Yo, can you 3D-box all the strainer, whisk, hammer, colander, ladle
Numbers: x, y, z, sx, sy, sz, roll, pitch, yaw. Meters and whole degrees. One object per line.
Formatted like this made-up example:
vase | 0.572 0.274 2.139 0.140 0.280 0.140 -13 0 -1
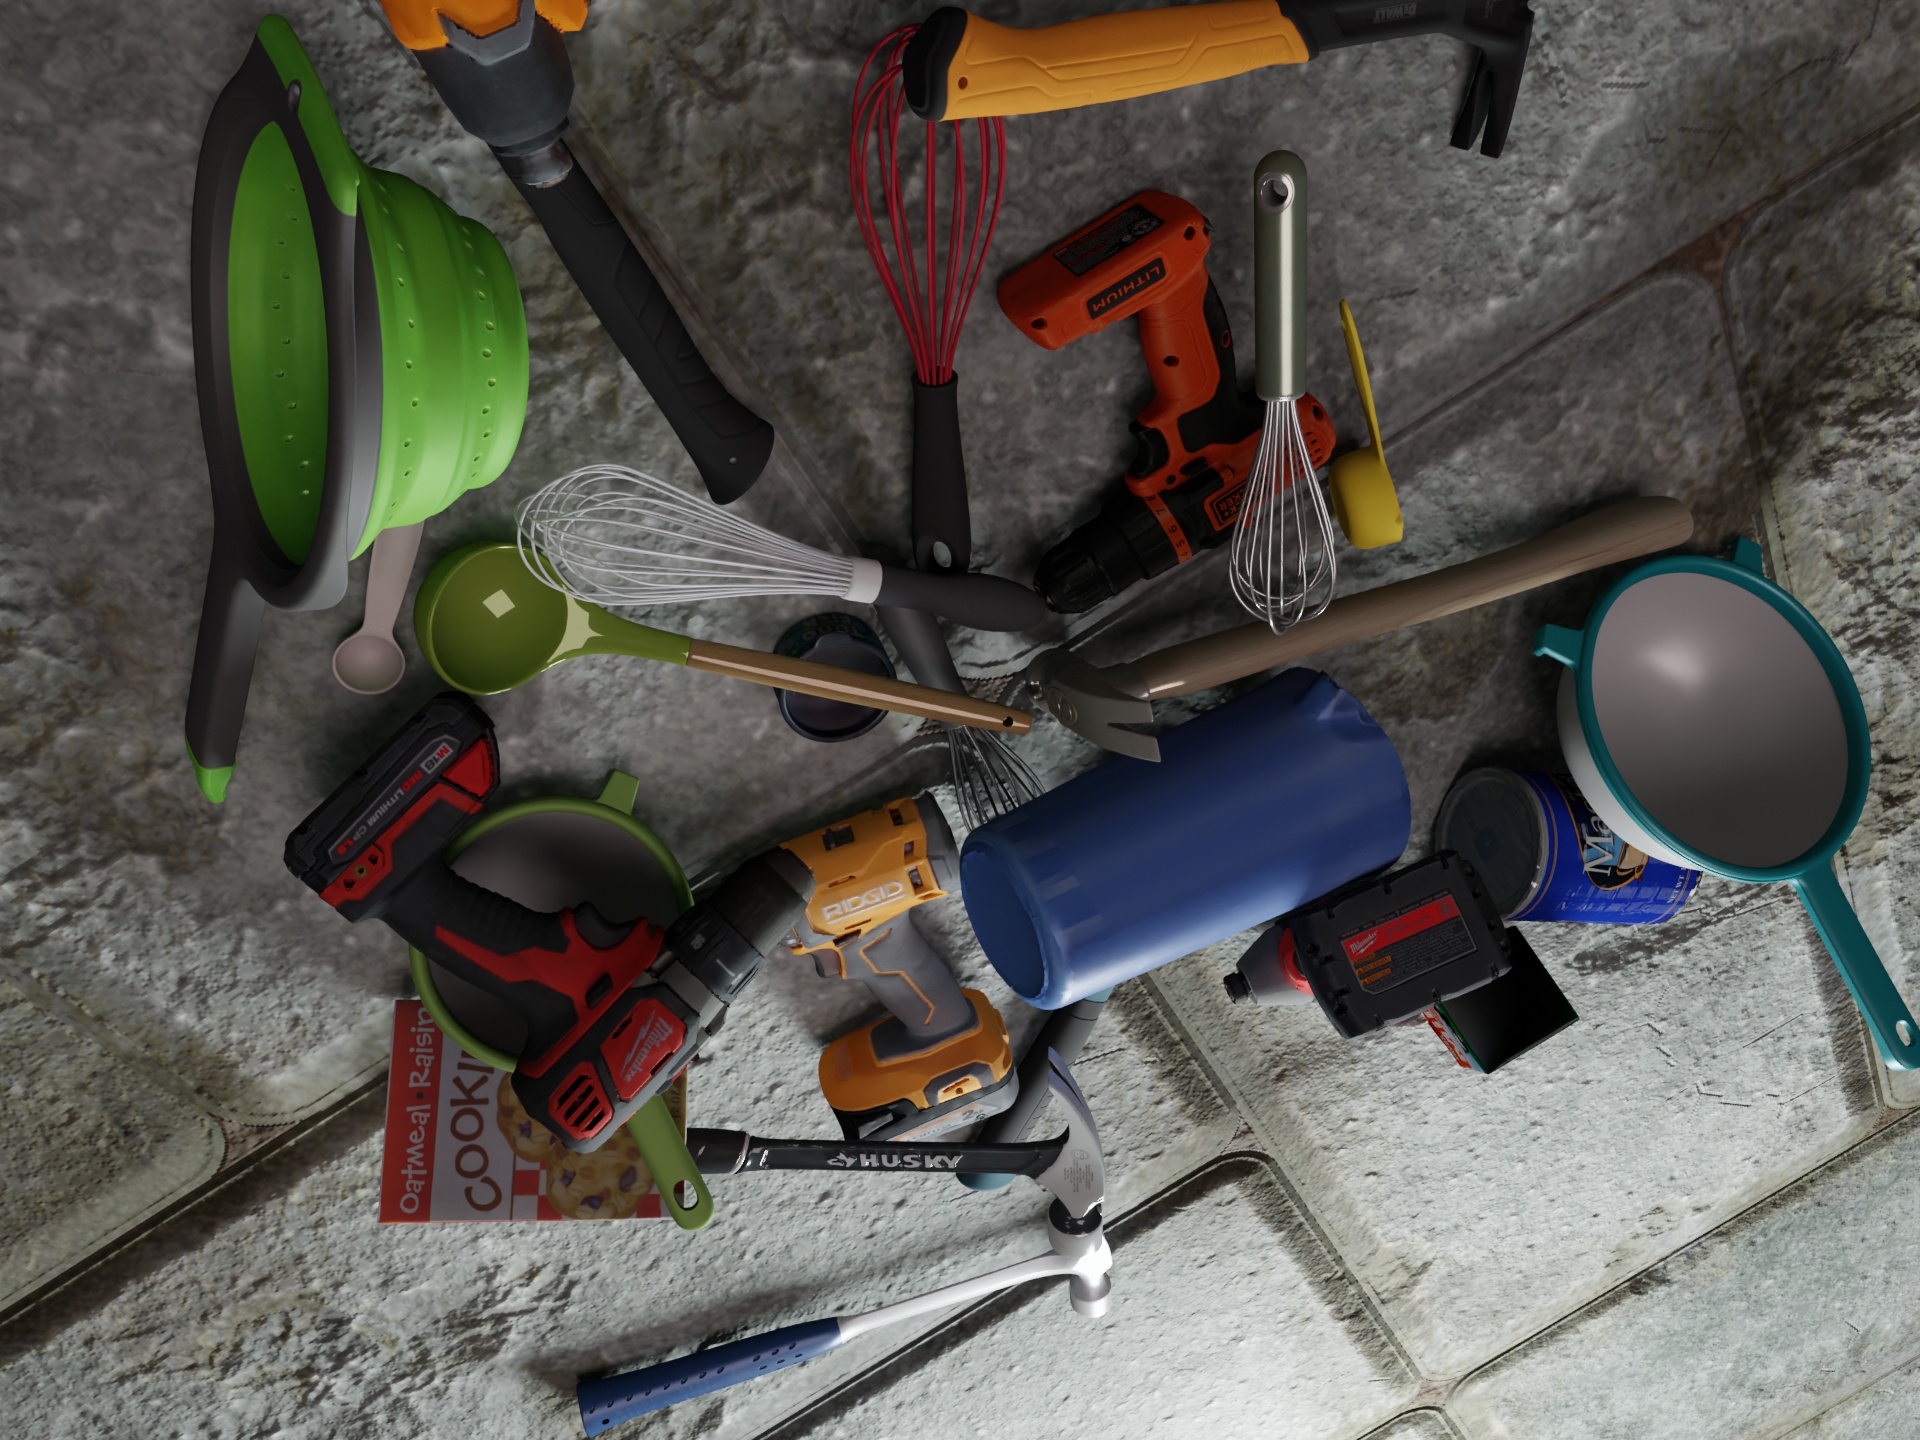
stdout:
strainer | 0.486 0.065 1.004 0.211 0.340 0.095 -22 171 -22
whisk | -0.080 -0.076 0.794 0.284 0.070 0.070 8 119 -29
whisk | -0.002 -0.002 0.906 0.055 0.055 0.238 -27 124 -1
hammer | 0.082 0.194 1.074 0.128 0.033 0.331 13 117 -27
strainer | -0.202 0.163 0.886 0.151 0.069 0.256 -26 97 -14
hammer | -0.116 0.261 0.966 0.409 0.036 0.149 0 122 4
colander | -0.271 -0.097 0.695 0.094 0.205 0.397 -8 145 -37
hammer | -0.081 0.446 1.183 0.405 0.035 0.144 -14 126 -10
hammer | 0.128 -0.300 0.715 0.337 0.034 0.127 -18 128 -24
hammer | -0.181 -0.229 0.697 0.146 0.035 0.334 -31 127 1
whisk | -0.013 -0.184 0.772 0.073 0.073 0.295 -12 132 -12
whisk | 0.161 -0.157 0.796 0.058 0.059 0.246 9 121 26
ladle | -0.112 -0.026 0.811 0.320 0.062 0.078 12 103 -14
hammer | 0.249 -0.062 0.909 0.410 0.146 0.038 -17 107 -14

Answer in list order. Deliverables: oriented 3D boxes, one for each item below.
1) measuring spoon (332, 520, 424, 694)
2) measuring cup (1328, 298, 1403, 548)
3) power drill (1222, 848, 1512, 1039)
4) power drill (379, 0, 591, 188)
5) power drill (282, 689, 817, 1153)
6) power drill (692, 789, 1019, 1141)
measuring spoon | -0.282 -0.071 0.782 0.034 0.018 0.124 11 111 -25
measuring cup | 0.211 -0.158 0.865 0.029 0.062 0.156 -19 131 8
power drill | 0.248 0.145 1.009 0.143 0.219 0.078 -23 82 -4
power drill | -0.117 -0.316 0.607 0.226 0.084 0.164 -30 129 -14
power drill | -0.203 0.085 0.814 0.188 0.080 0.226 -46 103 -11
power drill | -0.070 0.164 0.973 0.185 0.084 0.226 -20 123 -3
